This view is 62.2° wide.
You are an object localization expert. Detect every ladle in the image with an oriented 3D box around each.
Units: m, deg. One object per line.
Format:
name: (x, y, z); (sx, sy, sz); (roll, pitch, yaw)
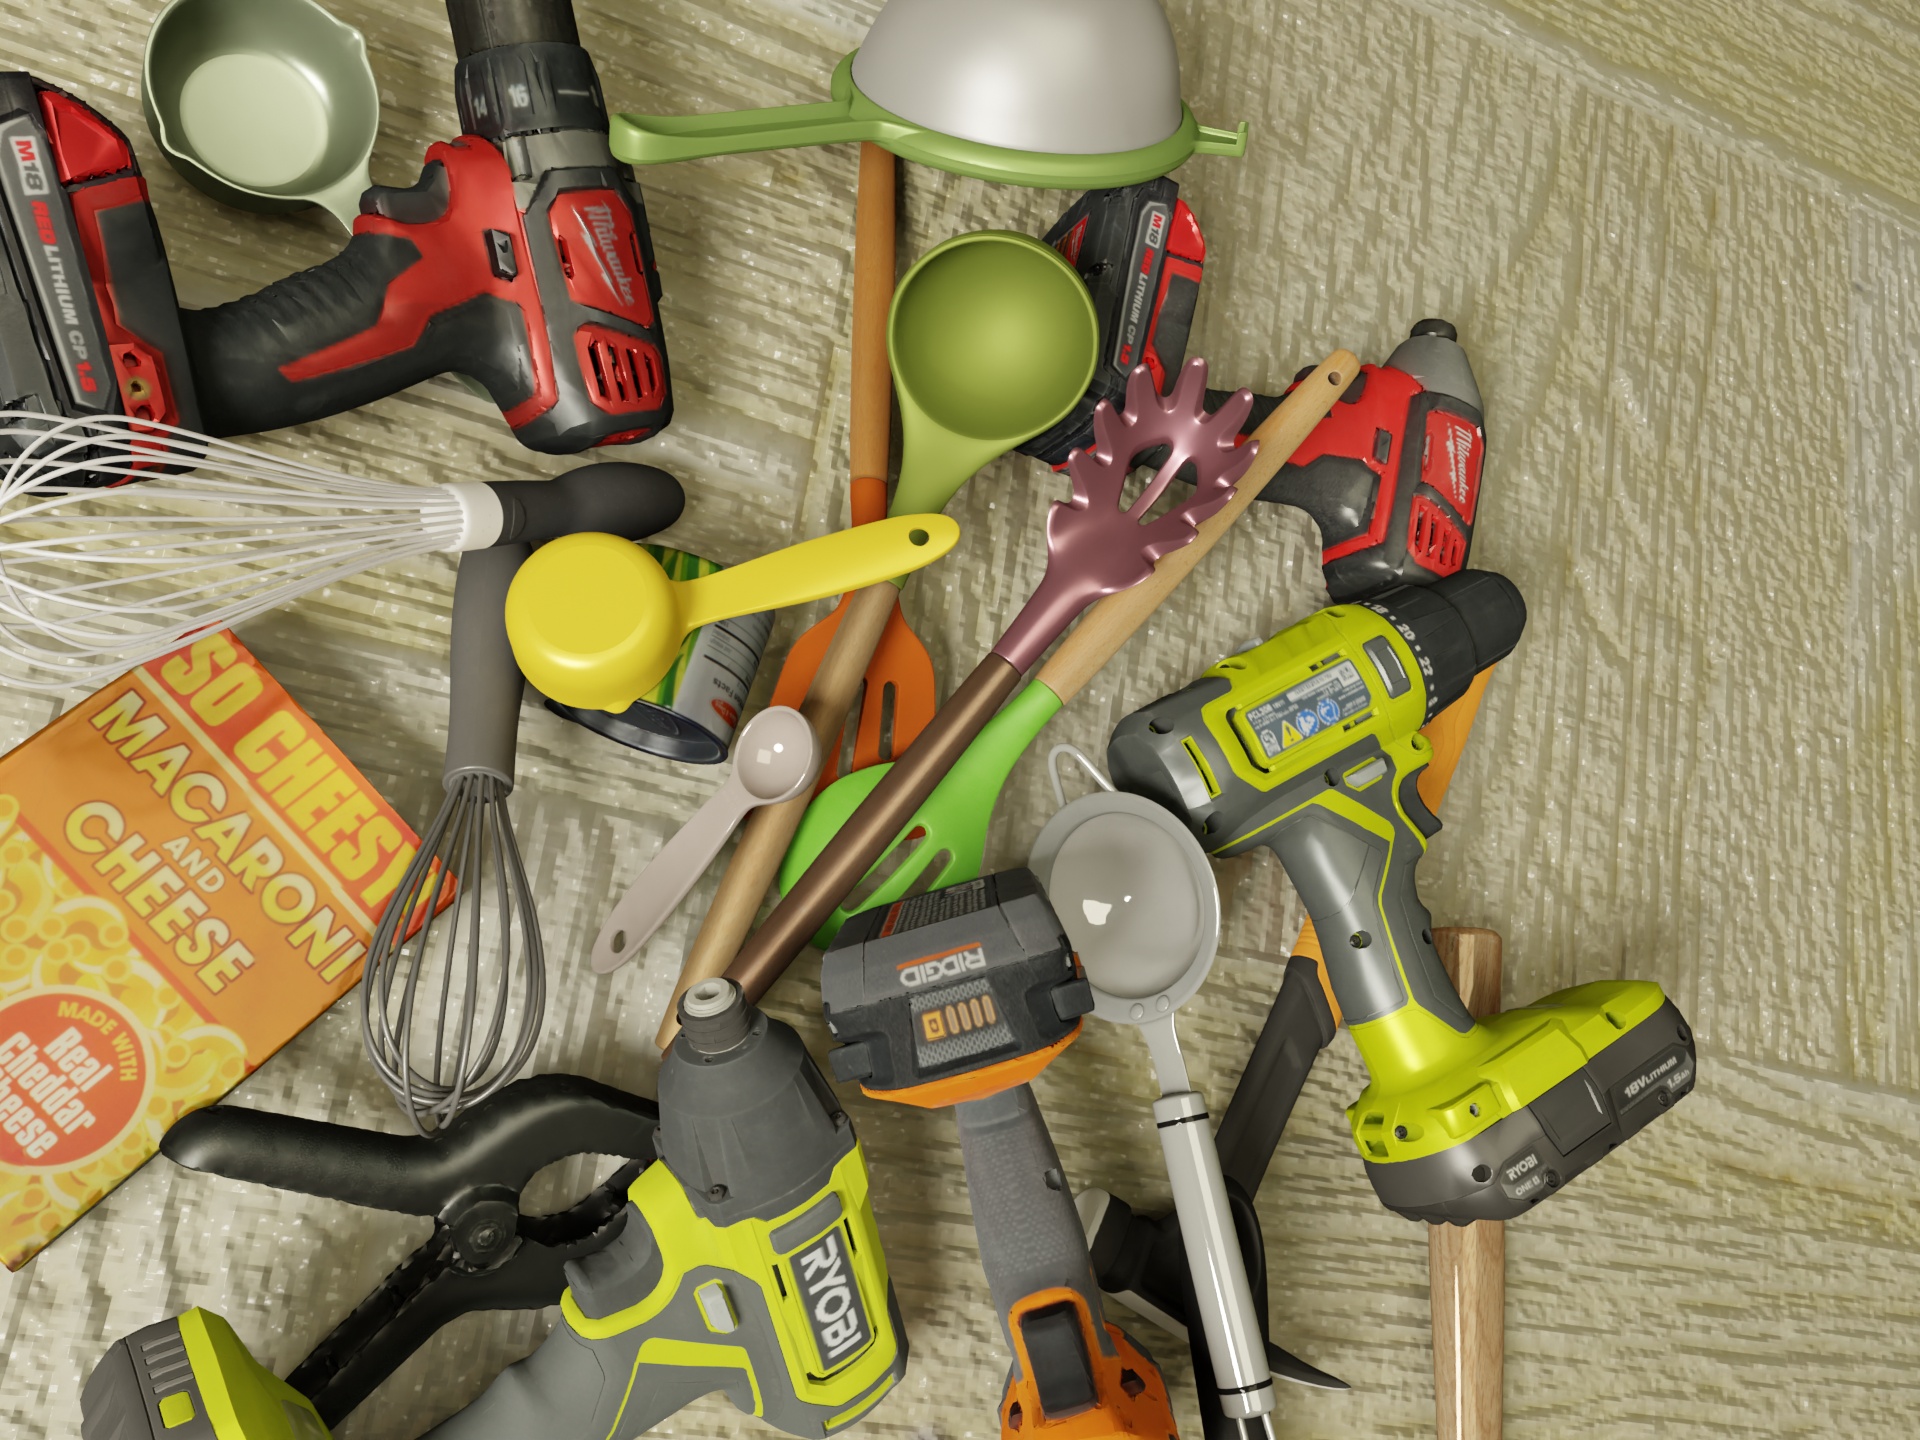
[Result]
ladle: (-0.039, -0.027, 0.572); (0.078, 0.062, 0.320); (24, 85, -3)

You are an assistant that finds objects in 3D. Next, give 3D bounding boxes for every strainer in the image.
strainer: (0.077, 0.132, 0.574); (0.050, 0.087, 0.259); (6, 67, -48)
strainer: (-0.015, -0.255, 0.601); (0.256, 0.069, 0.152); (-21, 48, -33)

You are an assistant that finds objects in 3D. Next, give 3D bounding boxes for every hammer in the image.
hammer: (0.208, 0.252, 0.660); (0.130, 0.031, 0.331); (8, 75, -21)
hammer: (0.163, 0.102, 0.672); (0.127, 0.034, 0.337); (34, 69, -12)

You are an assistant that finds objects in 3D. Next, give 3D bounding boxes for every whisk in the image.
whisk: (-0.159, 0.018, 0.518); (0.055, 0.055, 0.239); (8, 53, -20)
whisk: (-0.179, -0.060, 0.493); (0.284, 0.070, 0.070); (-19, 86, -59)
whisk: (0.104, 0.315, 0.574); (0.073, 0.073, 0.296); (-2, 84, -22)

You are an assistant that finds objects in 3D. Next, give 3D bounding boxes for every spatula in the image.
spatula: (-0.040, -0.114, 0.643); (0.081, 0.041, 0.323); (7, 72, -20)

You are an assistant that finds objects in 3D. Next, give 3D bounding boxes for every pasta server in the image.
pasta server: (-0.001, -0.002, 0.571); (0.060, 0.040, 0.316); (37, 79, 12)

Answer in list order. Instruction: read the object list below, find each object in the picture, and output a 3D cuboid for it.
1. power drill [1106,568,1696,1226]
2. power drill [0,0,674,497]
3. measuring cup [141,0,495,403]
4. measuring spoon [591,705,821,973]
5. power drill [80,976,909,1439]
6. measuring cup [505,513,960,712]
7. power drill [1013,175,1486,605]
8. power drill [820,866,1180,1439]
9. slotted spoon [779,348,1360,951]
power drill: (0.187, 0.059, 0.630); (0.190, 0.080, 0.228); (-26, 85, -21)
power drill: (-0.209, -0.172, 0.524); (0.226, 0.080, 0.188); (-17, 102, -36)
measuring cup: (-0.225, -0.184, 0.581); (0.083, 0.038, 0.167); (-46, 114, -24)
measuring spoon: (-0.089, 0.046, 0.560); (0.018, 0.124, 0.034); (21, 25, -53)
power drill: (-0.128, 0.188, 0.480); (0.223, 0.080, 0.171); (-27, 122, -27)
measuring cup: (-0.074, -0.048, 0.530); (0.156, 0.029, 0.062); (-16, 74, -7)
power drill: (0.135, -0.142, 0.692); (0.219, 0.078, 0.143); (20, 73, -20)
power drill: (0.022, 0.169, 0.509); (0.084, 0.164, 0.226); (-16, 90, 0)
slotted spoon: (0.050, -0.031, 0.611); (0.070, 0.031, 0.314); (44, 82, -8)
